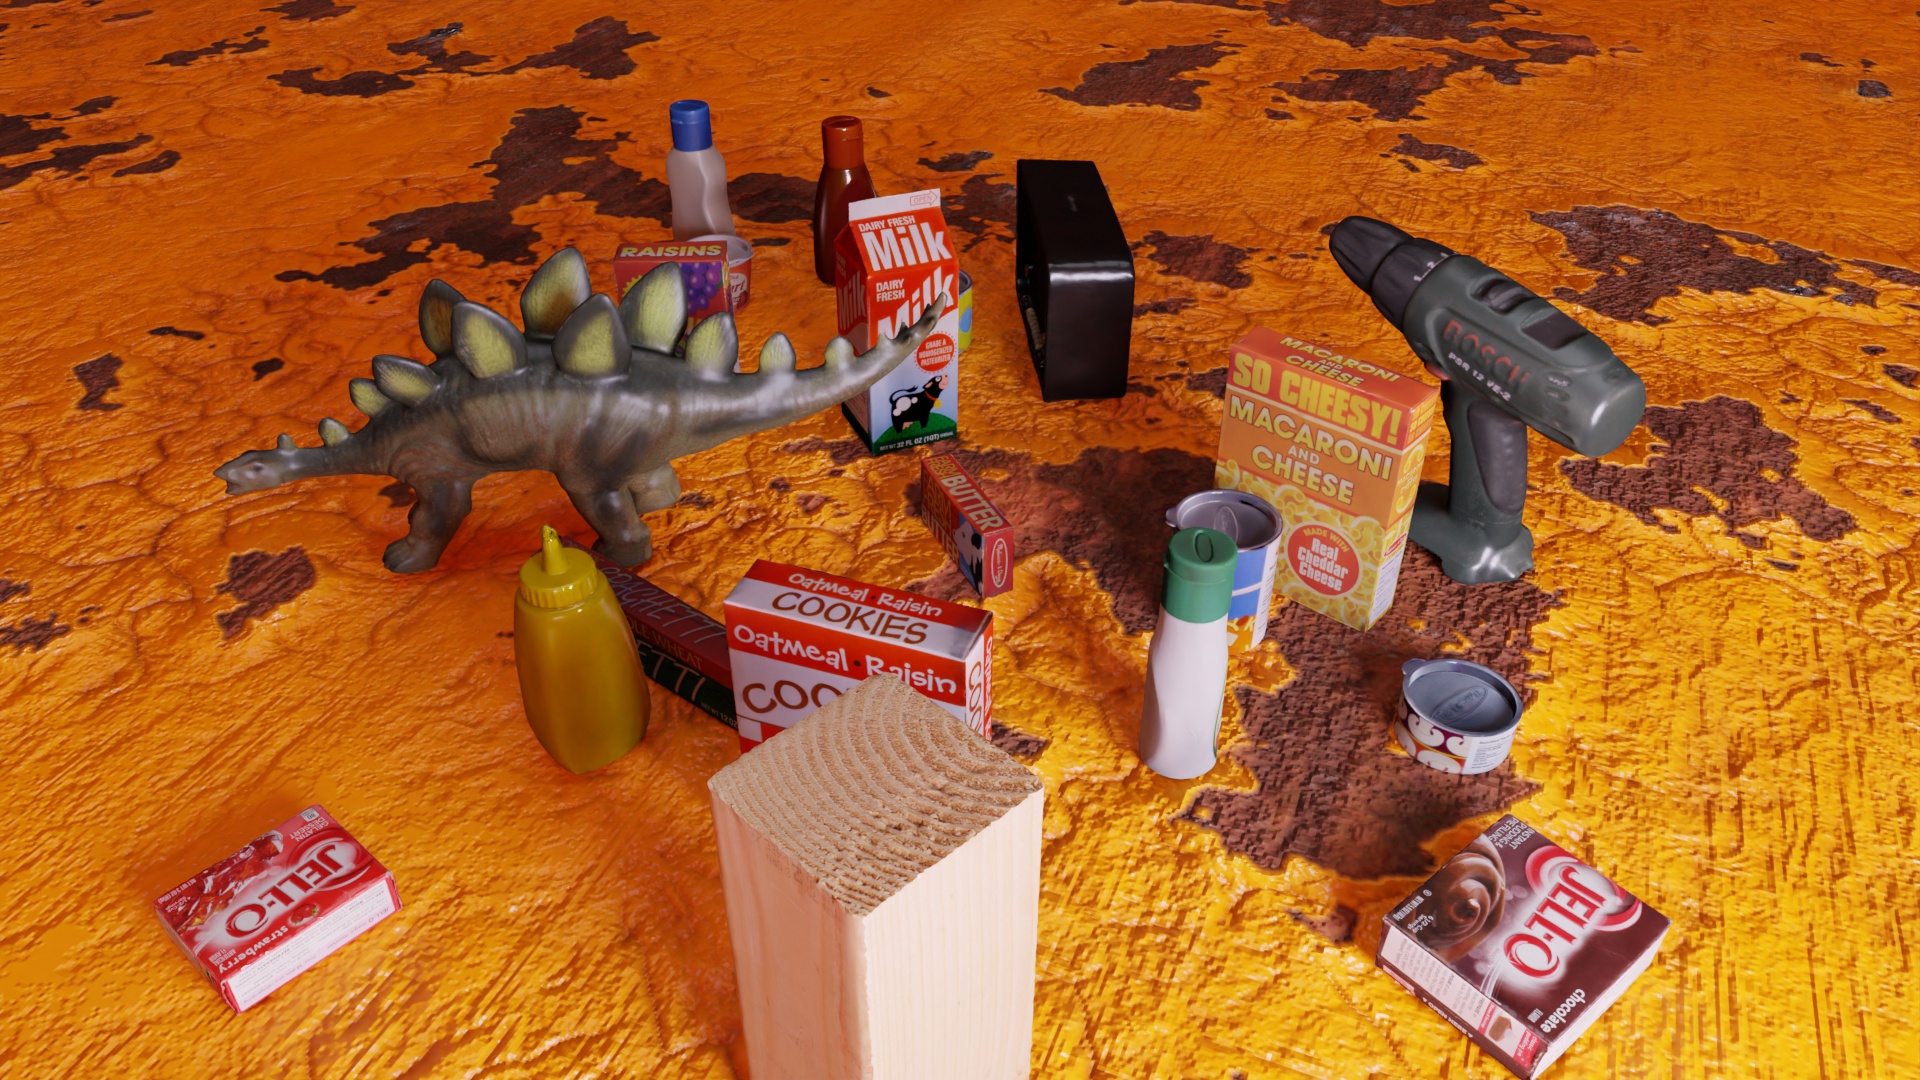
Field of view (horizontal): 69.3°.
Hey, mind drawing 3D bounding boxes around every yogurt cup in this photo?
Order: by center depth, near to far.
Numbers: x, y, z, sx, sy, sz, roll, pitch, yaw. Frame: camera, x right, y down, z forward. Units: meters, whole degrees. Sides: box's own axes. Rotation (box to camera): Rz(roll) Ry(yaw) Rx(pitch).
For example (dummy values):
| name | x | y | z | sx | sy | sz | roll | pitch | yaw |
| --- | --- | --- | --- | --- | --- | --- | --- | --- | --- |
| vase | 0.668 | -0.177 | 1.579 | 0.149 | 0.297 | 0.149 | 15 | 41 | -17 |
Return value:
| name | x | y | z | sx | sy | sz | roll | pitch | yaw |
| --- | --- | --- | --- | --- | --- | --- | --- | --- | --- |
| yogurt cup | -0.219 | -0.237 | 1.247 | 0.072 | 0.053 | 0.073 | 0 | 36 | 0 |

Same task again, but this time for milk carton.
| name | x | y | z | sx | sy | sz | roll | pitch | yaw |
| --- | --- | --- | --- | --- | --- | --- | --- | --- | --- |
| milk carton | -0.047 | -0.166 | 1.033 | 0.072 | 0.189 | 0.074 | -15 | 38 | -19 |

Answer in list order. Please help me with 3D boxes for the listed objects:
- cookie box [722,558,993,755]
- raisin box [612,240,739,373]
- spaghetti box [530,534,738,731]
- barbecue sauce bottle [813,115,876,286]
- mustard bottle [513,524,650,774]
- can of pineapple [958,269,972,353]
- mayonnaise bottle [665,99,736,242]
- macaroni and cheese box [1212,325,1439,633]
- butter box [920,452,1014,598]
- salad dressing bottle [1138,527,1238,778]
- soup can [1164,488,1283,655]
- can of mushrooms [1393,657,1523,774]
| name | x | y | z | sx | sy | sz | roll | pitch | yaw |
| --- | --- | --- | --- | --- | --- | --- | --- | --- | --- |
| cookie box | -0.048 | 0.096 | 0.689 | 0.123 | 0.166 | 0.040 | 12 | 37 | 16 |
| raisin box | -0.222 | -0.173 | 1.098 | 0.086 | 0.122 | 0.040 | -1 | 36 | -2 |
| spaghetti box | -0.166 | 0.065 | 0.831 | 0.250 | 0.049 | 0.029 | 25 | 42 | 30 |
| barbecue sauce bottle | -0.104 | -0.310 | 1.267 | 0.065 | 0.147 | 0.044 | -22 | 41 | -27 |
| mustard bottle | -0.210 | 0.053 | 0.754 | 0.065 | 0.159 | 0.049 | -29 | 45 | -34 |
| can of pineapple | -0.022 | -0.197 | 1.188 | 0.071 | 0.057 | 0.071 | 0 | 36 | 0 |
| mayonnaise bottle | -0.246 | -0.336 | 1.303 | 0.065 | 0.147 | 0.041 | 21 | 41 | 27 |
| macaroni and cheese box | 0.223 | -0.039 | 0.878 | 0.124 | 0.165 | 0.040 | 27 | 44 | 32 |
| butter box | 0.003 | -0.012 | 0.936 | 0.024 | 0.052 | 0.104 | -15 | 38 | -20 |
| salad dressing bottle | 0.124 | 0.062 | 0.753 | 0.044 | 0.146 | 0.064 | 2 | 36 | 3 |
| soup can | 0.160 | 0.020 | 0.867 | 0.071 | 0.083 | 0.072 | 0 | 36 | 0 |
| can of mushrooms | 0.283 | 0.099 | 0.799 | 0.071 | 0.033 | 0.071 | 0 | 36 | 0 |
